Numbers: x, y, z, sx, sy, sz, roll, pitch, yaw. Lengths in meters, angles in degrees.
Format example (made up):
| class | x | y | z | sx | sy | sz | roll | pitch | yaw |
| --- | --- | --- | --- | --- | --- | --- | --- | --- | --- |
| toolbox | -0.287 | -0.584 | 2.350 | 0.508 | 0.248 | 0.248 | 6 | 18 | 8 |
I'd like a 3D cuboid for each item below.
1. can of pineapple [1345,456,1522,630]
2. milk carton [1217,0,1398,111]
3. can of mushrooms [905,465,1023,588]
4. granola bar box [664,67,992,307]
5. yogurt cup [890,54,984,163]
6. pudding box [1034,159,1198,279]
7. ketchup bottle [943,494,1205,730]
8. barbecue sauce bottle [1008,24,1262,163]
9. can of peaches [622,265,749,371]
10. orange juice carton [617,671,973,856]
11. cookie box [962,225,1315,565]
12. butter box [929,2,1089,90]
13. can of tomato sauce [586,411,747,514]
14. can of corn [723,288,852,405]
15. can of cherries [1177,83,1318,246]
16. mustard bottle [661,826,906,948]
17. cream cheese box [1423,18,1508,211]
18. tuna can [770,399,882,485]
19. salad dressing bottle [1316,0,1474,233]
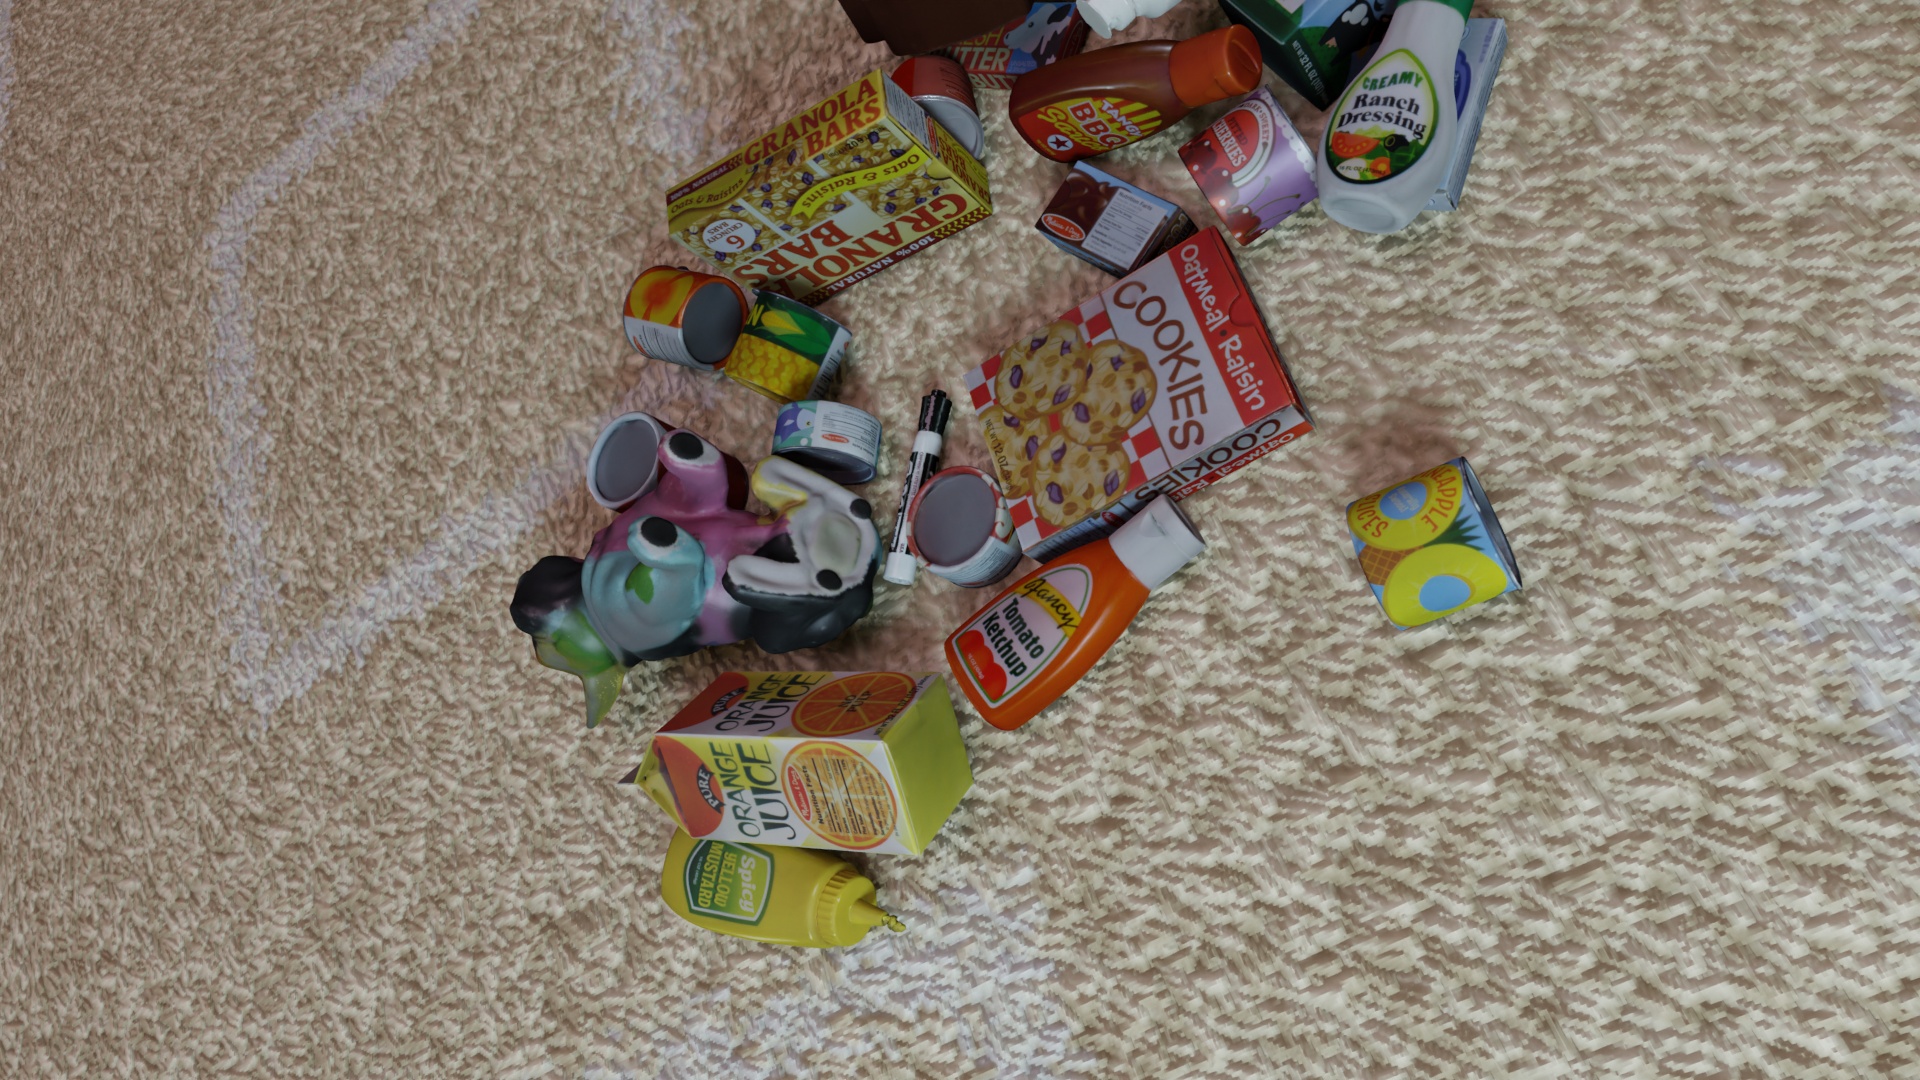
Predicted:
| class | x | y | z | sx | sy | sz | roll | pitch | yaw |
| --- | --- | --- | --- | --- | --- | --- | --- | --- | --- |
| can of pineapple | 0.217 | 0.001 | 0.642 | 0.057 | 0.071 | 0.071 | -25 | 62 | 23 |
| milk carton | 0.235 | -0.335 | 0.748 | 0.190 | 0.072 | 0.074 | -43 | 57 | 13 |
| can of mushrooms | 0.003 | -0.010 | 0.804 | 0.071 | 0.033 | 0.071 | -11 | 68 | 30 |
| granola bar box | -0.081 | -0.211 | 0.872 | 0.165 | 0.124 | 0.039 | -21 | 64 | 25 |
| yogurt cup | -0.019 | -0.273 | 0.892 | 0.072 | 0.072 | 0.054 | -20 | 51 | 25 |
| pudding box | 0.090 | -0.184 | 0.812 | 0.084 | 0.030 | 0.049 | 36 | 95 | 36 |
| ketchup bottle | 0.063 | 0.035 | 0.744 | 0.148 | 0.043 | 0.065 | -40 | 57 | 14 |
| barbecue sauce bottle | 0.100 | -0.257 | 0.794 | 0.148 | 0.065 | 0.044 | -2 | 68 | 45 |
| can of peaches | -0.187 | -0.155 | 0.956 | 0.058 | 0.071 | 0.071 | 17 | 83 | 35 |
| orange juice carton | -0.098 | 0.121 | 0.775 | 0.192 | 0.072 | 0.072 | -3 | 113 | 29 |
| cookie box | 0.093 | -0.078 | 0.766 | 0.167 | 0.040 | 0.123 | -29 | 60 | 21 |
| butter box | 0.030 | -0.321 | 0.903 | 0.103 | 0.024 | 0.053 | 16 | 82 | 35 |
| can of tomato sauce | -0.190 | -0.038 | 0.905 | 0.071 | 0.083 | 0.071 | -12 | 67 | 29 |
| can of corn | -0.114 | -0.121 | 0.895 | 0.071 | 0.071 | 0.058 | 22 | 87 | 36 |
| can of cherries | 0.158 | -0.203 | 0.750 | 0.058 | 0.071 | 0.072 | -33 | 59 | 19 |
| mustard bottle | -0.098 | 0.197 | 0.784 | 0.160 | 0.049 | 0.065 | 4 | 79 | 34 |
| cream cheese box | 0.247 | -0.225 | 0.731 | 0.053 | 0.024 | 0.104 | 14 | 81 | 36 |
| tuna can | -0.083 | -0.060 | 0.857 | 0.071 | 0.071 | 0.033 | -3 | 71 | 32 |
| salad dressing bottle | 0.226 | -0.231 | 0.702 | 0.064 | 0.044 | 0.148 | 16 | 82 | 32 |
